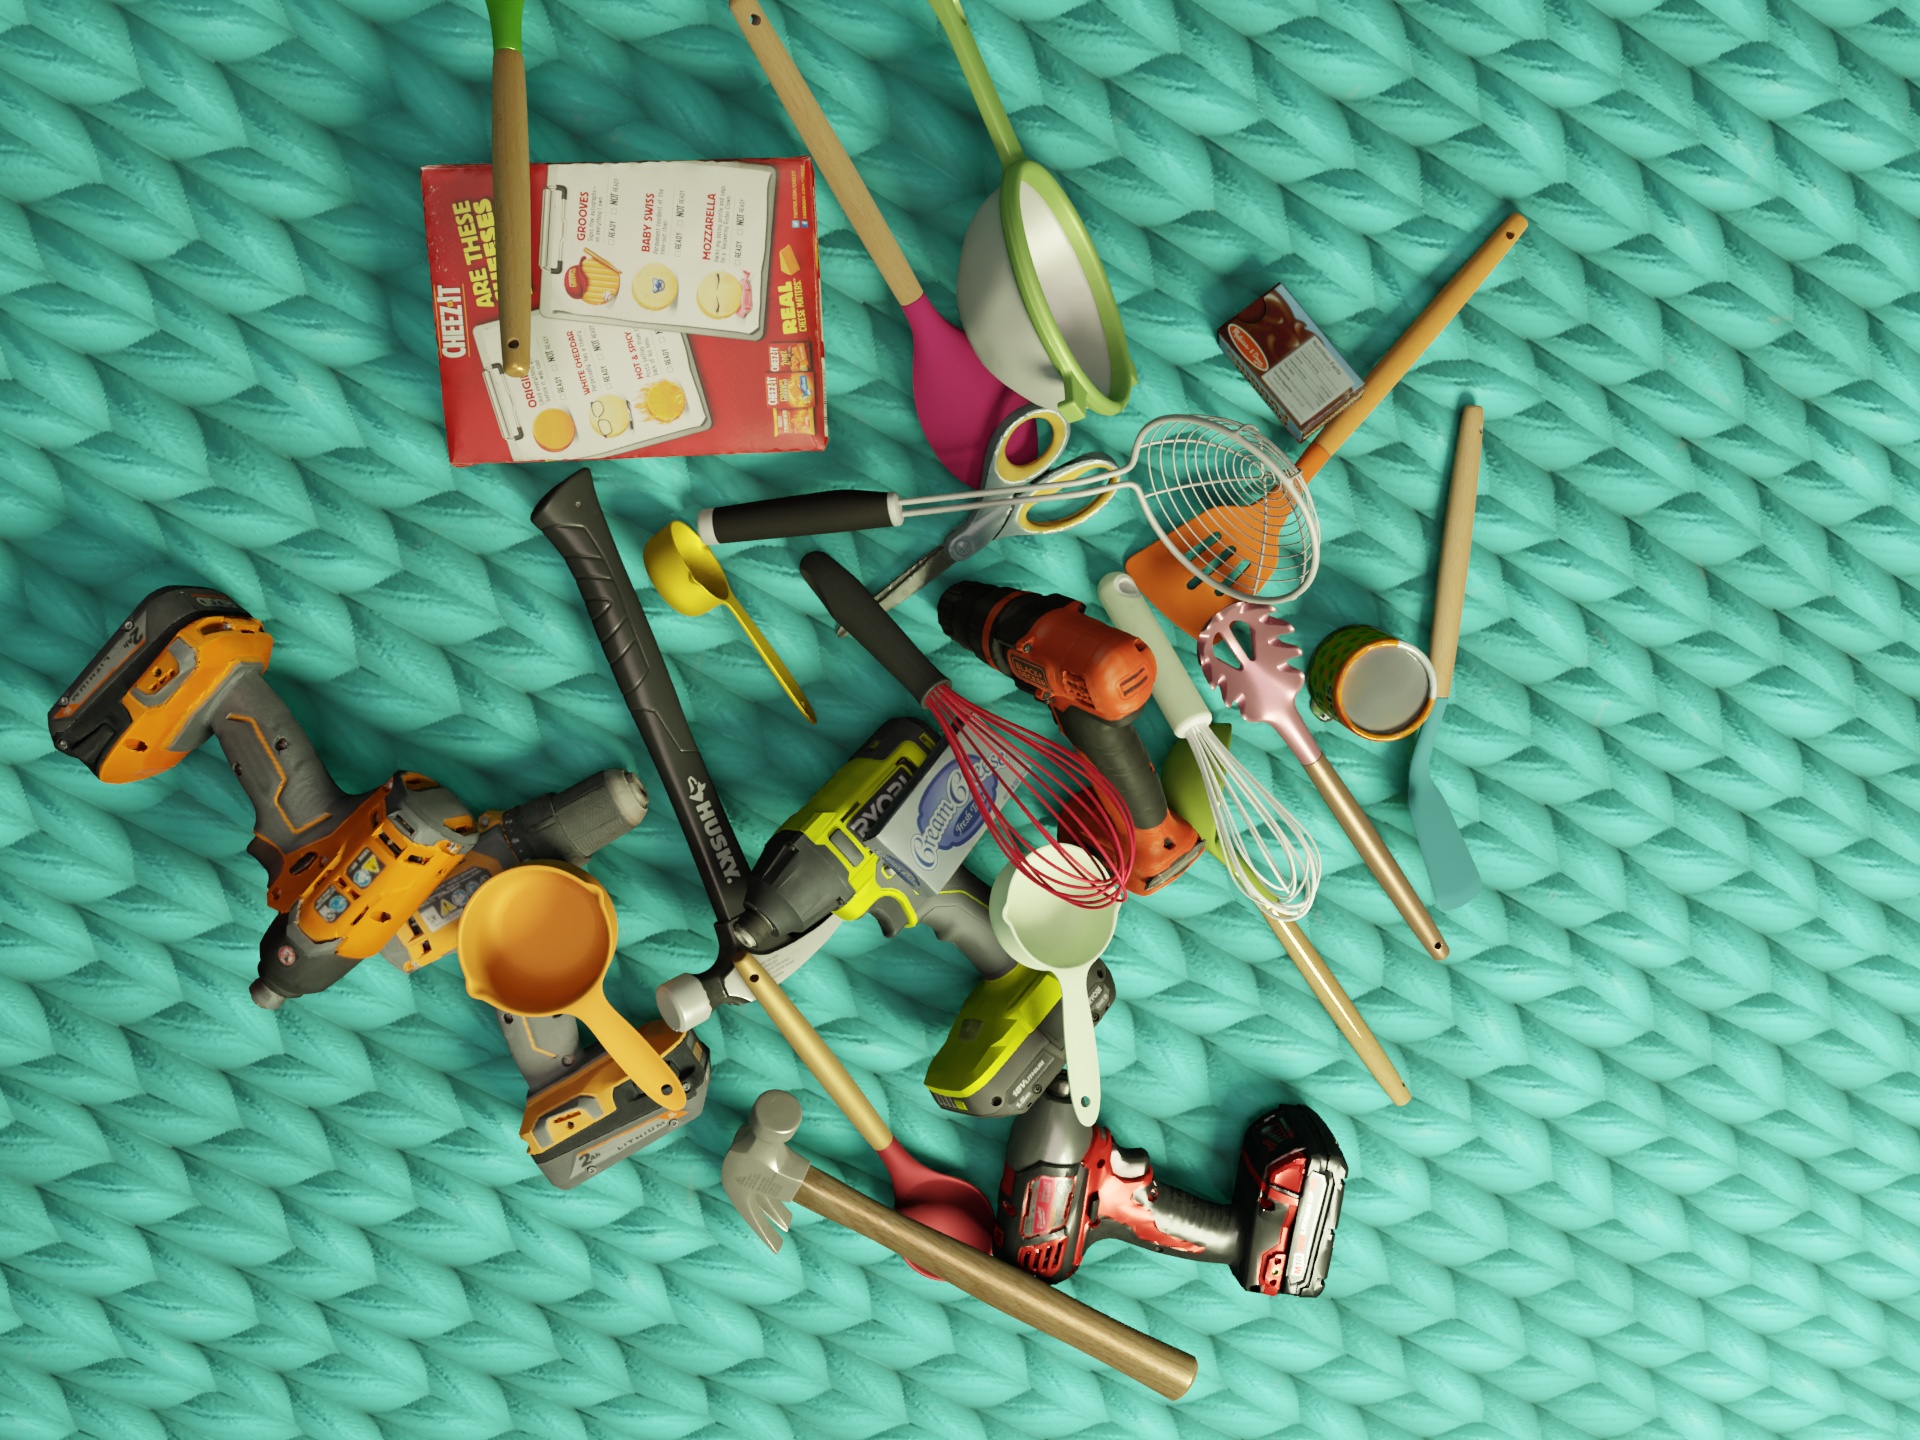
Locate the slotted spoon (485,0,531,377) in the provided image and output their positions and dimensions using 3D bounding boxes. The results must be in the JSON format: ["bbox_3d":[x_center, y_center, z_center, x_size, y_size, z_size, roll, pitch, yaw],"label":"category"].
[{"bbox_3d":[-0.245,-0.334,0.855,0.070,0.031,0.314,-4,80,-4],"label":"slotted spoon"}]

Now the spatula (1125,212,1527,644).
[{"bbox_3d":[0.236,-0.187,0.989,0.081,0.041,0.322,41,92,-11],"label":"spatula"}]

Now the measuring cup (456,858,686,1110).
[{"bbox_3d":[-0.218,0.157,0.934,0.095,0.052,0.173,-39,98,-2],"label":"measuring cup"}]

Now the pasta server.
[{"bbox_3d":[0.239,0.046,1.011,0.060,0.040,0.316,-37,113,2],"label":"pasta server"}]

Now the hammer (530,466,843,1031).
[{"bbox_3d":[-0.174,0.007,0.968,0.146,0.035,0.334,-26,97,-34],"label":"hammer"}]

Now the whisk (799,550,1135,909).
[{"bbox_3d":[-0.001,-0.003,0.922,0.073,0.073,0.296,-46,66,6],"label":"whisk"}]

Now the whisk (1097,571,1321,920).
[{"bbox_3d":[0.143,0.010,0.954,0.057,0.059,0.247,-10,61,-34],"label":"whisk"}]

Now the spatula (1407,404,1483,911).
[{"bbox_3d":[0.319,-0.040,1.016,0.044,0.082,0.317,10,101,36],"label":"spatula"}]

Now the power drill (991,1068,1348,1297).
[{"bbox_3d":[0.136,0.307,1.061,0.219,0.078,0.143,6,102,-6],"label":"power drill"}]

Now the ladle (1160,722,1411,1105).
[{"bbox_3d":[0.226,0.135,1.044,0.062,0.078,0.320,-27,110,25],"label":"ladle"}]

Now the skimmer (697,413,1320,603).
[{"bbox_3d":[0.019,-0.109,0.915,0.363,0.090,0.127,-4,138,10],"label":"skimmer"}]

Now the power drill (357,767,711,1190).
[{"bbox_3d":[-0.239,0.154,0.995,0.185,0.084,0.226,-30,99,0],"label":"power drill"}]

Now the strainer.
[{"bbox_3d":[0.016,-0.283,0.899,0.069,0.151,0.256,-20,102,24],"label":"strainer"}]

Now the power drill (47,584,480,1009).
[{"bbox_3d":[-0.412,0.049,0.925,0.226,0.084,0.164,43,96,4],"label":"power drill"}]

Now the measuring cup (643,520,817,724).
[{"bbox_3d":[-0.141,-0.052,0.975,0.029,0.062,0.156,-29,114,12],"label":"measuring cup"}]

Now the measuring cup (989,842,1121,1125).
[{"bbox_3d":[0.059,0.158,0.958,0.083,0.038,0.167,-4,84,-27],"label":"measuring cup"}]

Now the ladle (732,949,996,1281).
[{"bbox_3d":[-0.062,0.255,1.017,0.069,0.031,0.315,-34,121,-6],"label":"ladle"}]

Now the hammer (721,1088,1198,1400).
[{"bbox_3d":[-0.002,0.351,1.023,0.331,0.031,0.130,27,132,-1],"label":"hammer"}]

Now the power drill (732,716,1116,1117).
[{"bbox_3d":[-0.023,0.133,0.984,0.223,0.080,0.171,50,64,-14],"label":"power drill"}]

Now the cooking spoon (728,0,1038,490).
[{"bbox_3d":[-0.040,-0.261,0.903,0.069,0.017,0.318,-37,121,-6],"label":"cooking spoon"}]
